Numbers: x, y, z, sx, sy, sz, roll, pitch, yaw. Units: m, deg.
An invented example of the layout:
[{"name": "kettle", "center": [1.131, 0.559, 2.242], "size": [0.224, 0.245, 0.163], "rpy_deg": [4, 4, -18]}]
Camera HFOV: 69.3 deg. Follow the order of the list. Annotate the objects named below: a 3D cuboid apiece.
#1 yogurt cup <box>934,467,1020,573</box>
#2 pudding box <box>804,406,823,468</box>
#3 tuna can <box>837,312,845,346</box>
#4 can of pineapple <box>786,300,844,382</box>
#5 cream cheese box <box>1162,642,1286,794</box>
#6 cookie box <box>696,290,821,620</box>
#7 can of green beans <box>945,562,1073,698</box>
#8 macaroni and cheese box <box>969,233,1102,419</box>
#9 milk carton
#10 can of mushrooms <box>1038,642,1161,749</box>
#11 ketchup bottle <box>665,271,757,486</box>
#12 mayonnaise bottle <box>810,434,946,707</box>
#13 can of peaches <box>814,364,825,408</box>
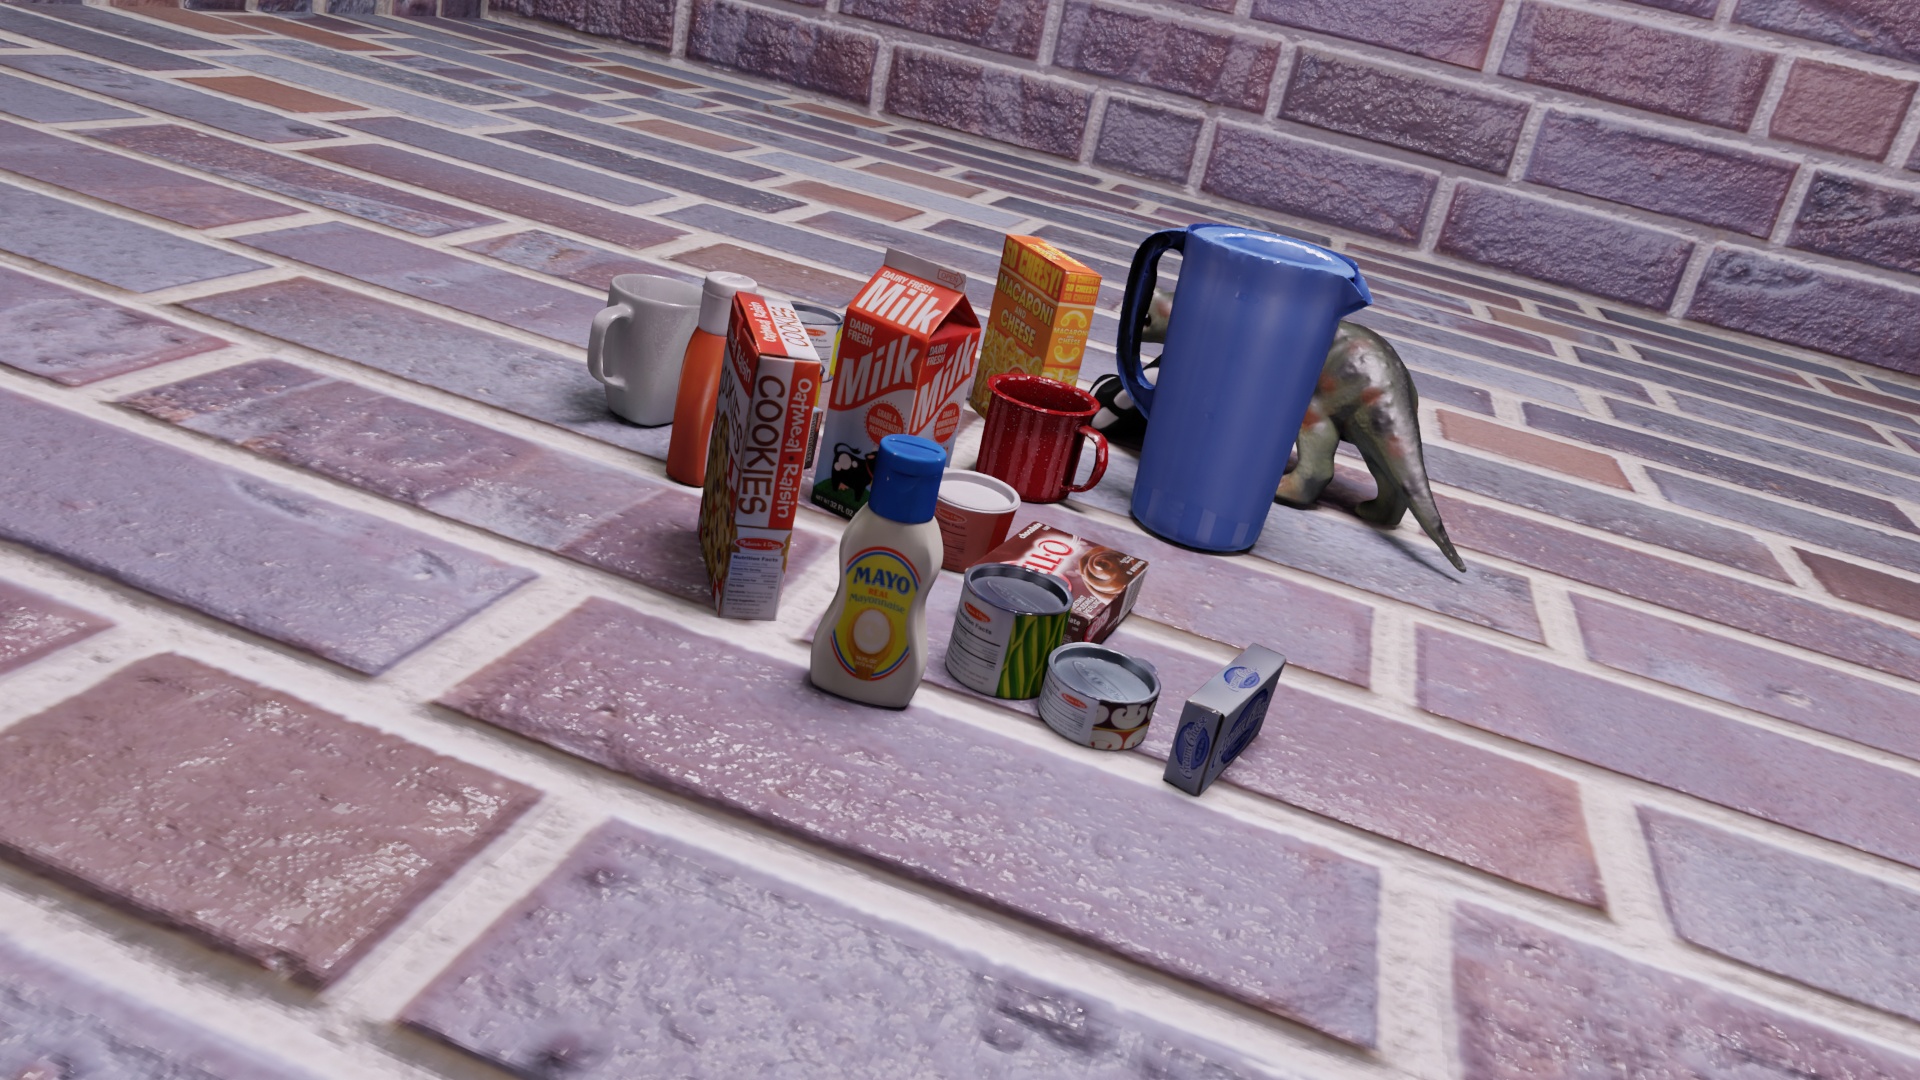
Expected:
[{"name": "yogurt cup", "center": [0.003, -0.012, 0.969], "size": [0.072, 0.053, 0.073], "rpy_deg": [11, 23, -5]}, {"name": "pudding box", "center": [-0.150, -0.092, 1.080], "size": [0.084, 0.049, 0.030], "rpy_deg": [26, 26, 29]}, {"name": "tuna can", "center": [-0.122, -0.200, 1.369], "size": [0.071, 0.032, 0.071], "rpy_deg": [11, 23, -5]}, {"name": "can of pineapple", "center": [-0.145, -0.185, 1.288], "size": [0.071, 0.057, 0.071], "rpy_deg": [11, 23, -5]}, {"name": "cream cheese box", "center": [0.151, 0.100, 0.787], "size": [0.024, 0.053, 0.104], "rpy_deg": [24, 25, 25]}, {"name": "cookie box", "center": [-0.127, -0.054, 0.851], "size": [0.040, 0.166, 0.123], "rpy_deg": [5, 24, -19]}, {"name": "can of green beans", "center": [0.029, 0.053, 0.825], "size": [0.071, 0.057, 0.071], "rpy_deg": [11, 23, -5]}, {"name": "macaroni and cheese box", "center": [0.064, -0.176, 1.238], "size": [0.040, 0.165, 0.124], "rpy_deg": [1, 25, -26]}, {"name": "milk carton", "center": [-0.043, -0.108, 0.992], "size": [0.072, 0.189, 0.074], "rpy_deg": [24, 25, 26]}, {"name": "can of mushrooms", "center": [0.081, 0.089, 0.800], "size": [0.071, 0.033, 0.071], "rpy_deg": [11, 23, -5]}, {"name": "ketchup bottle", "center": [-0.175, -0.116, 0.994], "size": [0.043, 0.148, 0.065], "rpy_deg": [20, 23, 16]}, {"name": "mayonnaise bottle", "center": [-0.040, 0.017, 0.757], "size": [0.065, 0.147, 0.041], "rpy_deg": [14, 22, 3]}, {"name": "can of peaches", "center": [-0.150, -0.118, 1.130], "size": [0.071, 0.057, 0.071], "rpy_deg": [11, 23, -5]}]
